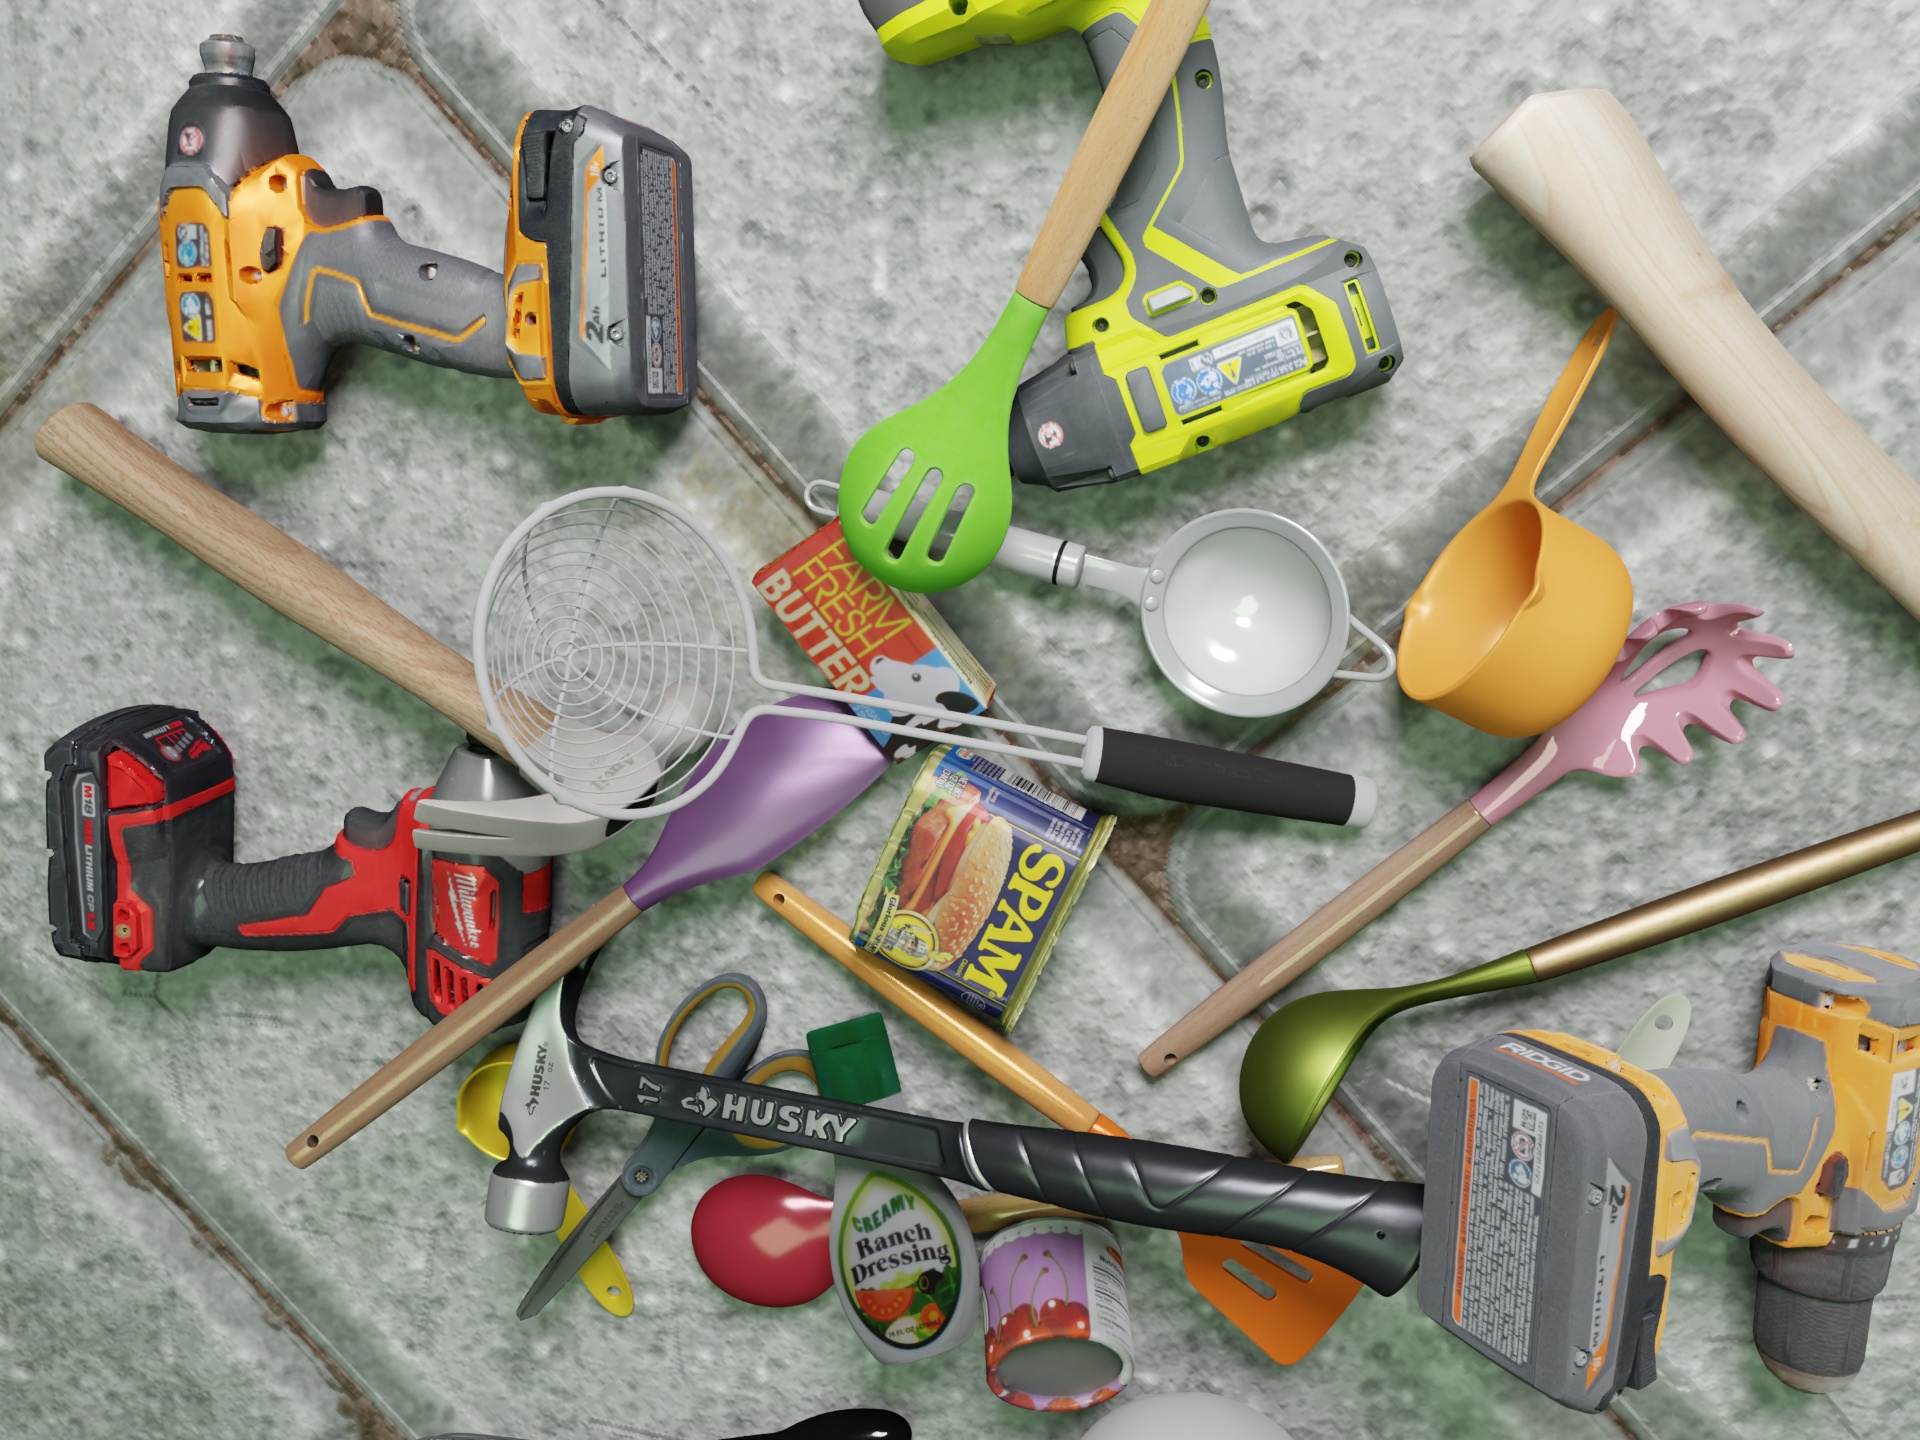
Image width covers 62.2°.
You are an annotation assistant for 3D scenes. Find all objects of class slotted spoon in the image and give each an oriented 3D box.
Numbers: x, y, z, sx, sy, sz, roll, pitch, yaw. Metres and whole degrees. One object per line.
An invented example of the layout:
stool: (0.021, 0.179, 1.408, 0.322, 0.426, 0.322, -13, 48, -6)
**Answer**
slotted spoon: (0.036, -0.177, 0.576, 0.070, 0.031, 0.313, 29, 114, 1)

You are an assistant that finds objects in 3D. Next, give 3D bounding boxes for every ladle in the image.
ladle: (0.265, 0.104, 0.654, 0.320, 0.078, 0.062, -22, 71, 8)
ladle: (0.019, 0.229, 0.739, 0.315, 0.031, 0.069, -11, 99, 10)

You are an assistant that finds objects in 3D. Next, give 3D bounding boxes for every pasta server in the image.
pasta server: (0.197, 0.058, 0.665, 0.316, 0.040, 0.060, -41, 103, 16)

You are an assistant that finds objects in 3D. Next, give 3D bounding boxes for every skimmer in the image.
skimmer: (-0.001, -0.002, 0.624, 0.363, 0.090, 0.127, 10, 77, -6)

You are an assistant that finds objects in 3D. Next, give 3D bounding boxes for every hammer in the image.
hammer: (-0.275, -0.047, 0.699, 0.331, 0.130, 0.031, 31, 136, 10)
hammer: (-0.009, 0.174, 0.670, 0.409, 0.036, 0.149, 6, 82, 17)
hammer: (0.338, -0.070, 0.596, 0.410, 0.038, 0.146, 44, 99, -3)

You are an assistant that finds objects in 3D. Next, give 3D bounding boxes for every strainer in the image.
strainer: (0.054, 0.329, 0.693, 0.256, 0.069, 0.151, 25, 124, -29)
strainer: (0.054, -0.064, 0.663, 0.258, 0.050, 0.086, 17, 113, 12)

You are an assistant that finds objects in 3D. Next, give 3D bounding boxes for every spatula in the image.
spatula: (-0.166, 0.092, 0.700, 0.316, 0.018, 0.060, -38, 79, -3)
spatula: (0.039, 0.165, 0.711, 0.323, 0.041, 0.081, 35, 95, 10)

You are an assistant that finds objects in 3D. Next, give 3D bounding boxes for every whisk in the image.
whisk: (-0.161, 0.376, 0.788, 0.284, 0.070, 0.070, -12, 100, 8)

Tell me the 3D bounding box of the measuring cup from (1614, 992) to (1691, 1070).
measuring cup: (0.259, 0.181, 0.681, 0.083, 0.038, 0.167, 28, 103, 3)

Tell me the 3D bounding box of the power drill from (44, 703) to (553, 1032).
power drill: (-0.295, 0.058, 0.733, 0.219, 0.078, 0.143, 8, 103, 5)

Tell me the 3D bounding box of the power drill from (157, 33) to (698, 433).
power drill: (-0.230, -0.202, 0.663, 0.226, 0.084, 0.164, 3, 102, 13)

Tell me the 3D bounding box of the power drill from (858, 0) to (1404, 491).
power drill: (0.054, -0.208, 0.614, 0.171, 0.080, 0.223, -19, 101, 13)

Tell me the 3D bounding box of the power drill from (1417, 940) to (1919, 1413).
power drill: (0.284, 0.191, 0.611, 0.226, 0.084, 0.185, -5, 102, -29)

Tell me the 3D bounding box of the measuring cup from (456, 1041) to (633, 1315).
measuring cup: (-0.193, 0.225, 0.779, 0.062, 0.029, 0.156, -17, 110, 10)

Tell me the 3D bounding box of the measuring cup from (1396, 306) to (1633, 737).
measuring cup: (0.235, -0.074, 0.618, 0.052, 0.095, 0.173, 28, 85, -11)
